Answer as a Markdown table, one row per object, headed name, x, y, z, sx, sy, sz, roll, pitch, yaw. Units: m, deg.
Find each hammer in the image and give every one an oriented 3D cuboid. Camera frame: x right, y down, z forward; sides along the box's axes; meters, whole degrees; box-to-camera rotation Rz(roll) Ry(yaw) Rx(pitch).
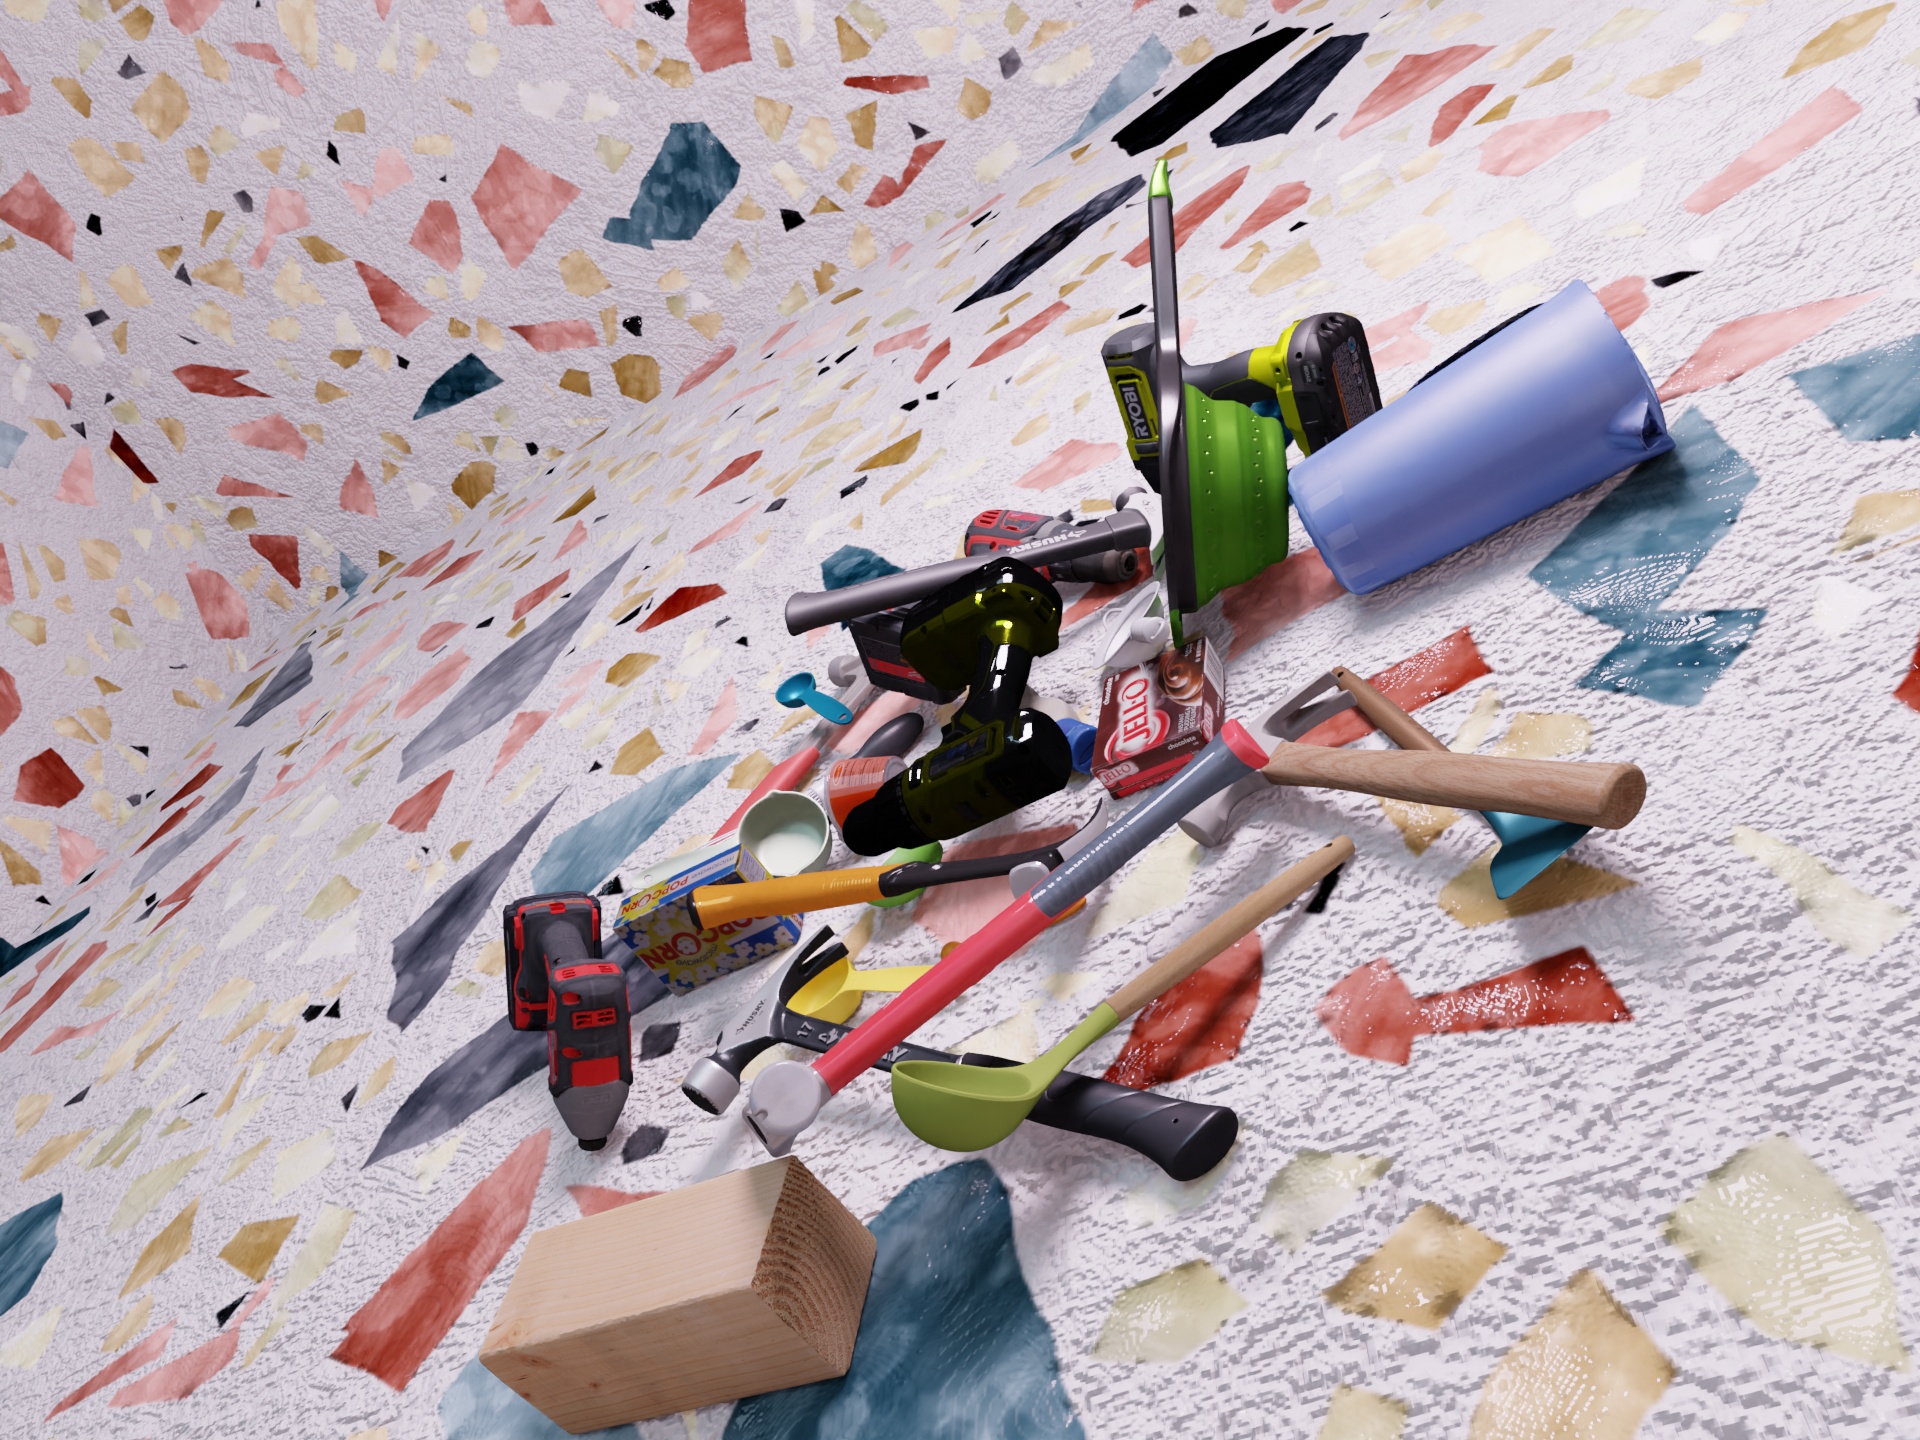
| name | x | y | z | sx | sy | sz | roll | pitch | yaw |
| --- | --- | --- | --- | --- | --- | --- | --- | --- | --- |
| hammer | -0.055 | 0.112 | 1.132 | 0.337 | 0.034 | 0.127 | -11 | 11 | 31 |
| hammer | 0.255 | 0.030 | 0.920 | 0.130 | 0.031 | 0.331 | -52 | 21 | -15 |
| hammer | -0.163 | 0.062 | 1.439 | 0.149 | 0.036 | 0.359 | 0 | 43 | 50 |
| hammer | -0.006 | 0.210 | 0.971 | 0.409 | 0.036 | 0.149 | 2 | 46 | 45 |
| hammer | 0.033 | 0.125 | 0.953 | 0.386 | 0.038 | 0.143 | -36 | -12 | -19 |
| hammer | 0.015 | -0.125 | 1.344 | 0.335 | 0.035 | 0.146 | -15 | 32 | -2 |

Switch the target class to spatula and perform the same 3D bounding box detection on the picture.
| name | x | y | z | sx | sy | sz | roll | pitch | yaw |
| --- | --- | --- | --- | --- | --- | --- | --- | --- | --- |
| spatula | 0.287 | 0.020 | 0.952 | 0.082 | 0.044 | 0.318 | -43 | 24 | 6 |

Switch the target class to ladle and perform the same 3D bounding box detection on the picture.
| name | x | y | z | sx | sy | sz | roll | pitch | yaw |
| --- | --- | --- | --- | --- | --- | --- | --- | --- | --- |
| ladle | 0.101 | 0.141 | 0.901 | 0.320 | 0.062 | 0.078 | -31 | 15 | -20 |

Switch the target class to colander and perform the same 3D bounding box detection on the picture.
| name | x | y | z | sx | sy | sz | roll | pitch | yaw |
| --- | --- | --- | --- | --- | --- | --- | --- | --- | --- |
| colander | 0.201 | -0.254 | 1.237 | 0.094 | 0.204 | 0.397 | -3 | 79 | 9 |

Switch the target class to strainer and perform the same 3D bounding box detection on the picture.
| name | x | y | z | sx | sy | sz | roll | pitch | yaw |
| --- | --- | --- | --- | --- | --- | --- | --- | --- | --- |
| strainer | 0.138 | -0.066 | 1.203 | 0.087 | 0.050 | 0.258 | -54 | 1 | 4 |

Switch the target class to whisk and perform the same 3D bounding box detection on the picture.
| name | x | y | z | sx | sy | sz | roll | pitch | yaw |
| --- | --- | --- | --- | --- | --- | --- | --- | --- | --- |
| whisk | -0.142 | 0.081 | 1.360 | 0.284 | 0.070 | 0.070 | -39 | 26 | -16 |

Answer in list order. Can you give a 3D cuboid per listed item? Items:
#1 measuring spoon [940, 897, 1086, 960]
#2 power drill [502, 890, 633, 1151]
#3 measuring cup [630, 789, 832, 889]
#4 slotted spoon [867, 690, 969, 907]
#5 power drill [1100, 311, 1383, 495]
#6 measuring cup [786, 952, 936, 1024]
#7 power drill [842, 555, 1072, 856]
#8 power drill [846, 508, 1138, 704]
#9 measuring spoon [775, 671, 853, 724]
| name | x | y | z | sx | sy | sz | roll | pitch | yaw |
| --- | --- | --- | --- | --- | --- | --- | --- | --- | --- |
| measuring spoon | 0.034 | 0.142 | 1.093 | 0.117 | 0.011 | 0.021 | -25 | 28 | 22 |
| power drill | -0.301 | 0.228 | 1.234 | 0.078 | 0.143 | 0.220 | -5 | 16 | -22 |
| measuring cup | -0.184 | 0.114 | 1.297 | 0.167 | 0.038 | 0.083 | -18 | 59 | -1 |
| slotted spoon | -0.013 | 0.047 | 1.293 | 0.070 | 0.031 | 0.314 | -19 | 29 | 30 |
| power drill | 0.237 | -0.258 | 1.349 | 0.223 | 0.171 | 0.080 | 4 | 35 | 43 |
| measuring cup | -0.056 | 0.190 | 1.113 | 0.156 | 0.029 | 0.062 | -9 | 40 | 33 |
| power drill | -0.002 | -0.004 | 1.224 | 0.190 | 0.080 | 0.229 | -26 | 37 | 30 |
| power drill | 0.031 | -0.110 | 1.414 | 0.188 | 0.080 | 0.227 | 16 | 46 | 44 |
| measuring spoon | -0.129 | -0.012 | 1.471 | 0.042 | 0.021 | 0.129 | -41 | 35 | -15 |
